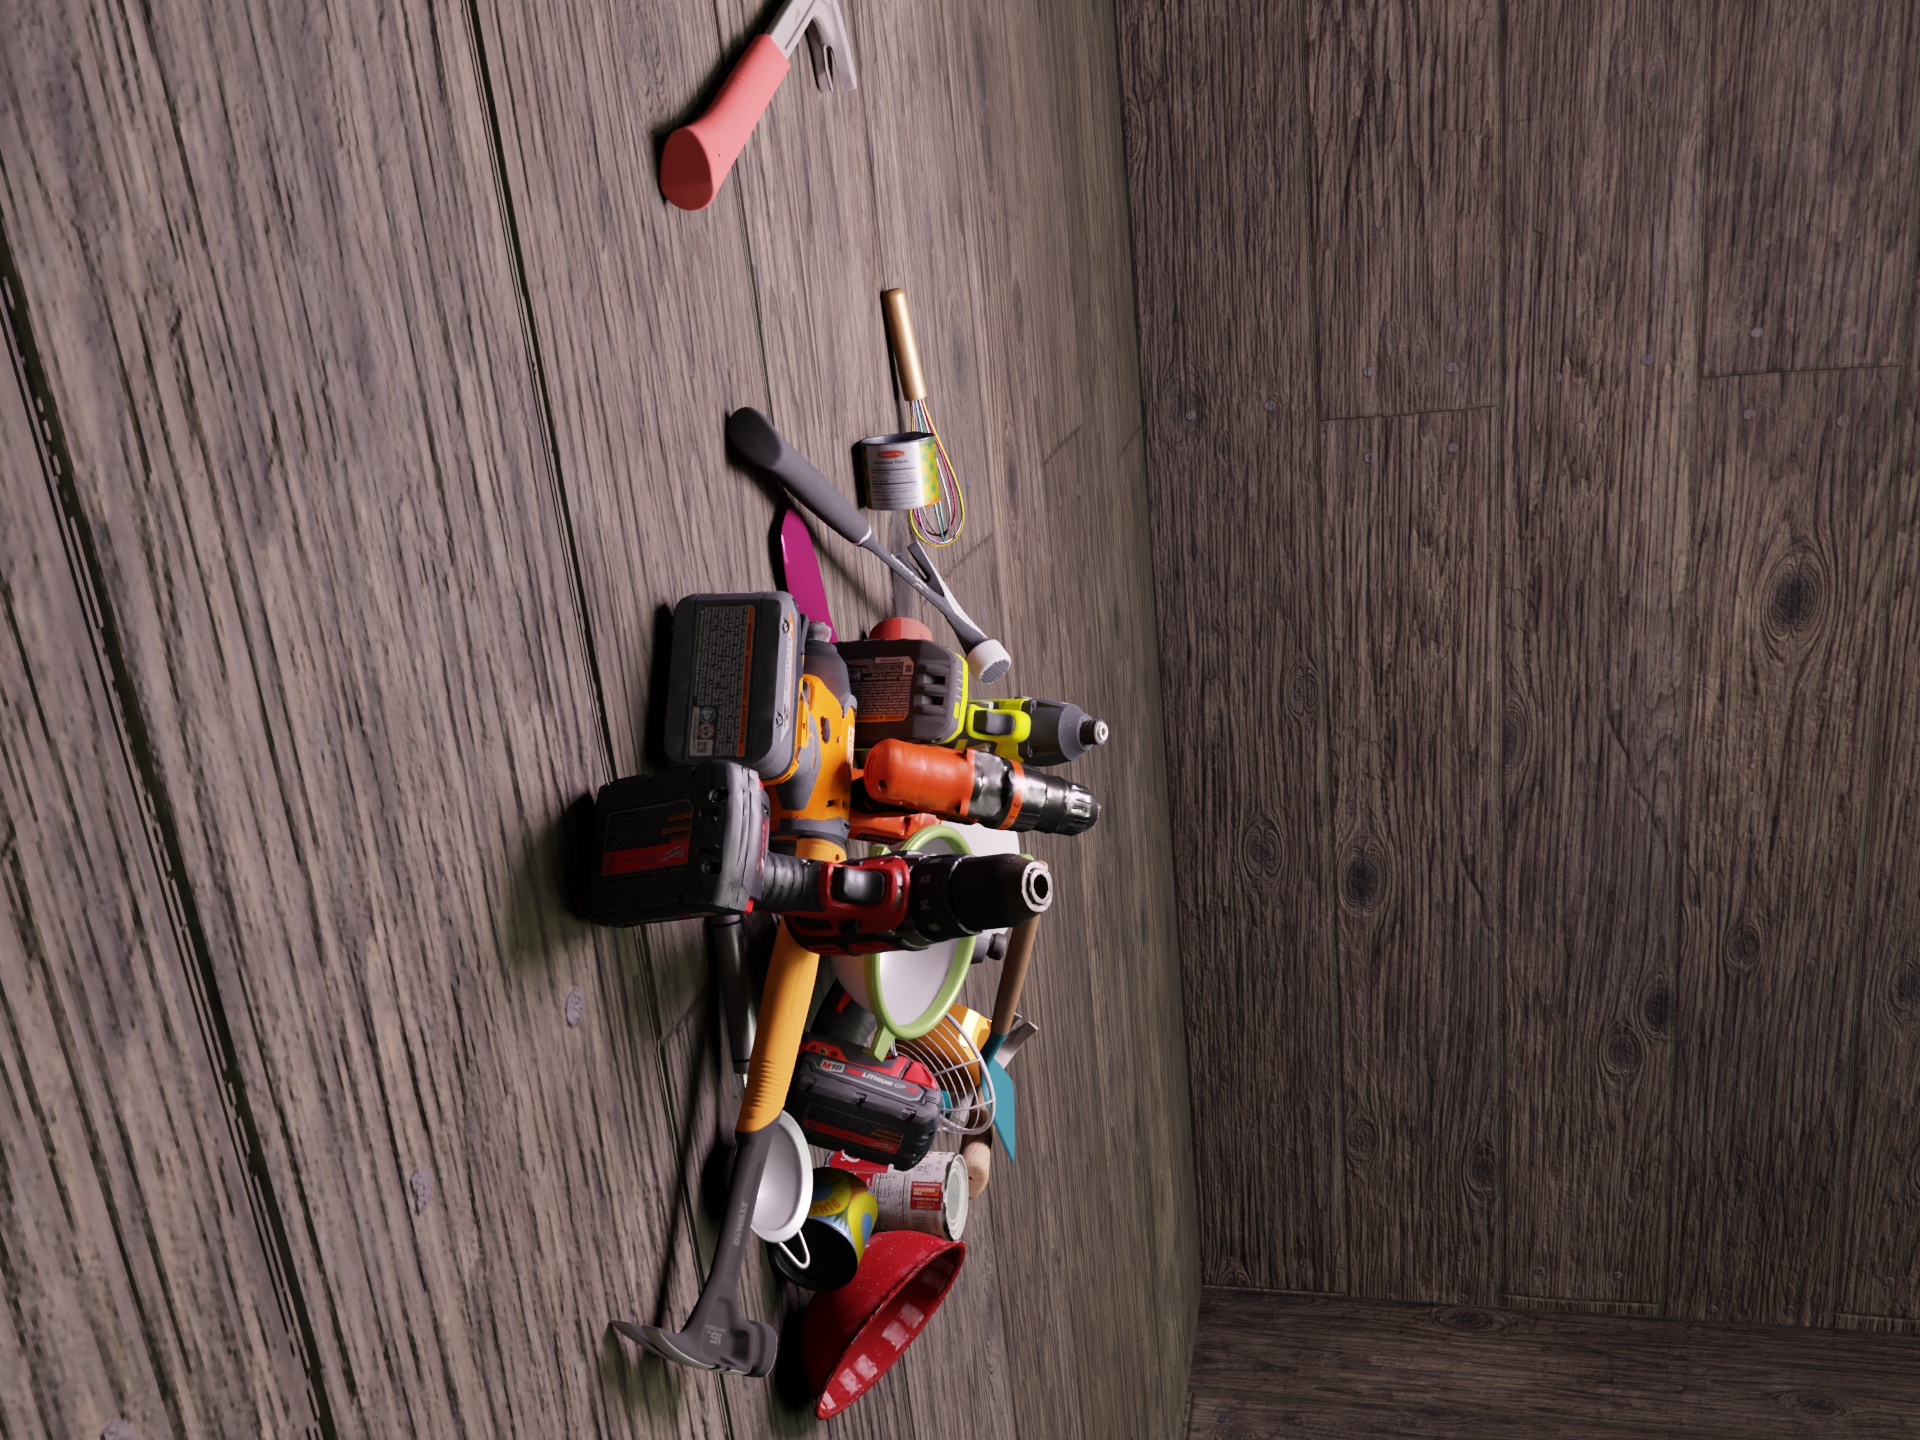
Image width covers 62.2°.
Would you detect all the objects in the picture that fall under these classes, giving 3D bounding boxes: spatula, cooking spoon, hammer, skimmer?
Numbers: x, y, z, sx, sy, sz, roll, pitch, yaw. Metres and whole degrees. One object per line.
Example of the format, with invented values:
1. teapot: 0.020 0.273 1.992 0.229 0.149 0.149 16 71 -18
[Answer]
1. spatula: 0.046 0.226 1.256 0.082 0.044 0.317 -88 -174 -50
2. cooking spoon: -0.096 -0.039 1.274 0.318 0.017 0.069 75 17 -44
3. hammer: 0.021 0.351 1.430 0.130 0.031 0.331 -59 179 6
4. skimmer: -0.018 0.162 1.343 0.127 0.090 0.364 131 -33 -53
5. hammer: -0.126 0.226 0.995 0.127 0.034 0.337 45 49 -51
6. hammer: -0.139 -0.447 1.121 0.359 0.037 0.149 -77 160 -45
7. hammer: -0.074 -0.146 1.262 0.149 0.036 0.408 54 8 26

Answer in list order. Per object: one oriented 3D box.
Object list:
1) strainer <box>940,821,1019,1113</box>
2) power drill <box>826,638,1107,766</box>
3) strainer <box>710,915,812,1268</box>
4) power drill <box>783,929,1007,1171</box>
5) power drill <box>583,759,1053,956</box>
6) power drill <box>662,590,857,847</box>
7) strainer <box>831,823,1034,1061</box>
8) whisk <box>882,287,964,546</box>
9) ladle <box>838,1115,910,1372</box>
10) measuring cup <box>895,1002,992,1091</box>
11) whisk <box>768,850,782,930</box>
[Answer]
1. strainer: 0.009 0.202 1.506 0.211 0.095 0.340 3 84 -75
2. power drill: -0.002 -0.004 1.256 0.223 0.171 0.080 16 75 -54
3. strainer: -0.140 0.233 1.044 0.087 0.050 0.258 -13 96 -63
4. power drill: -0.049 0.213 1.189 0.078 0.143 0.220 108 -2 -46
5. power drill: -0.077 0.089 0.906 0.226 0.188 0.080 22 65 -46
6. power drill: -0.122 -0.012 1.063 0.226 0.084 0.164 56 35 -72
7. strainer: -0.025 0.134 1.166 0.256 0.069 0.151 -21 115 -61
8. whisk: -0.041 -0.278 1.483 0.051 0.047 0.244 -58 140 -62
9. ladle: -0.065 0.417 1.341 0.316 0.031 0.069 -76 160 -50
10. measuring cup: -0.036 0.267 1.393 0.173 0.095 0.052 50 44 -37
11. whisk: -0.134 0.100 1.071 0.058 0.059 0.246 -58 151 -12
